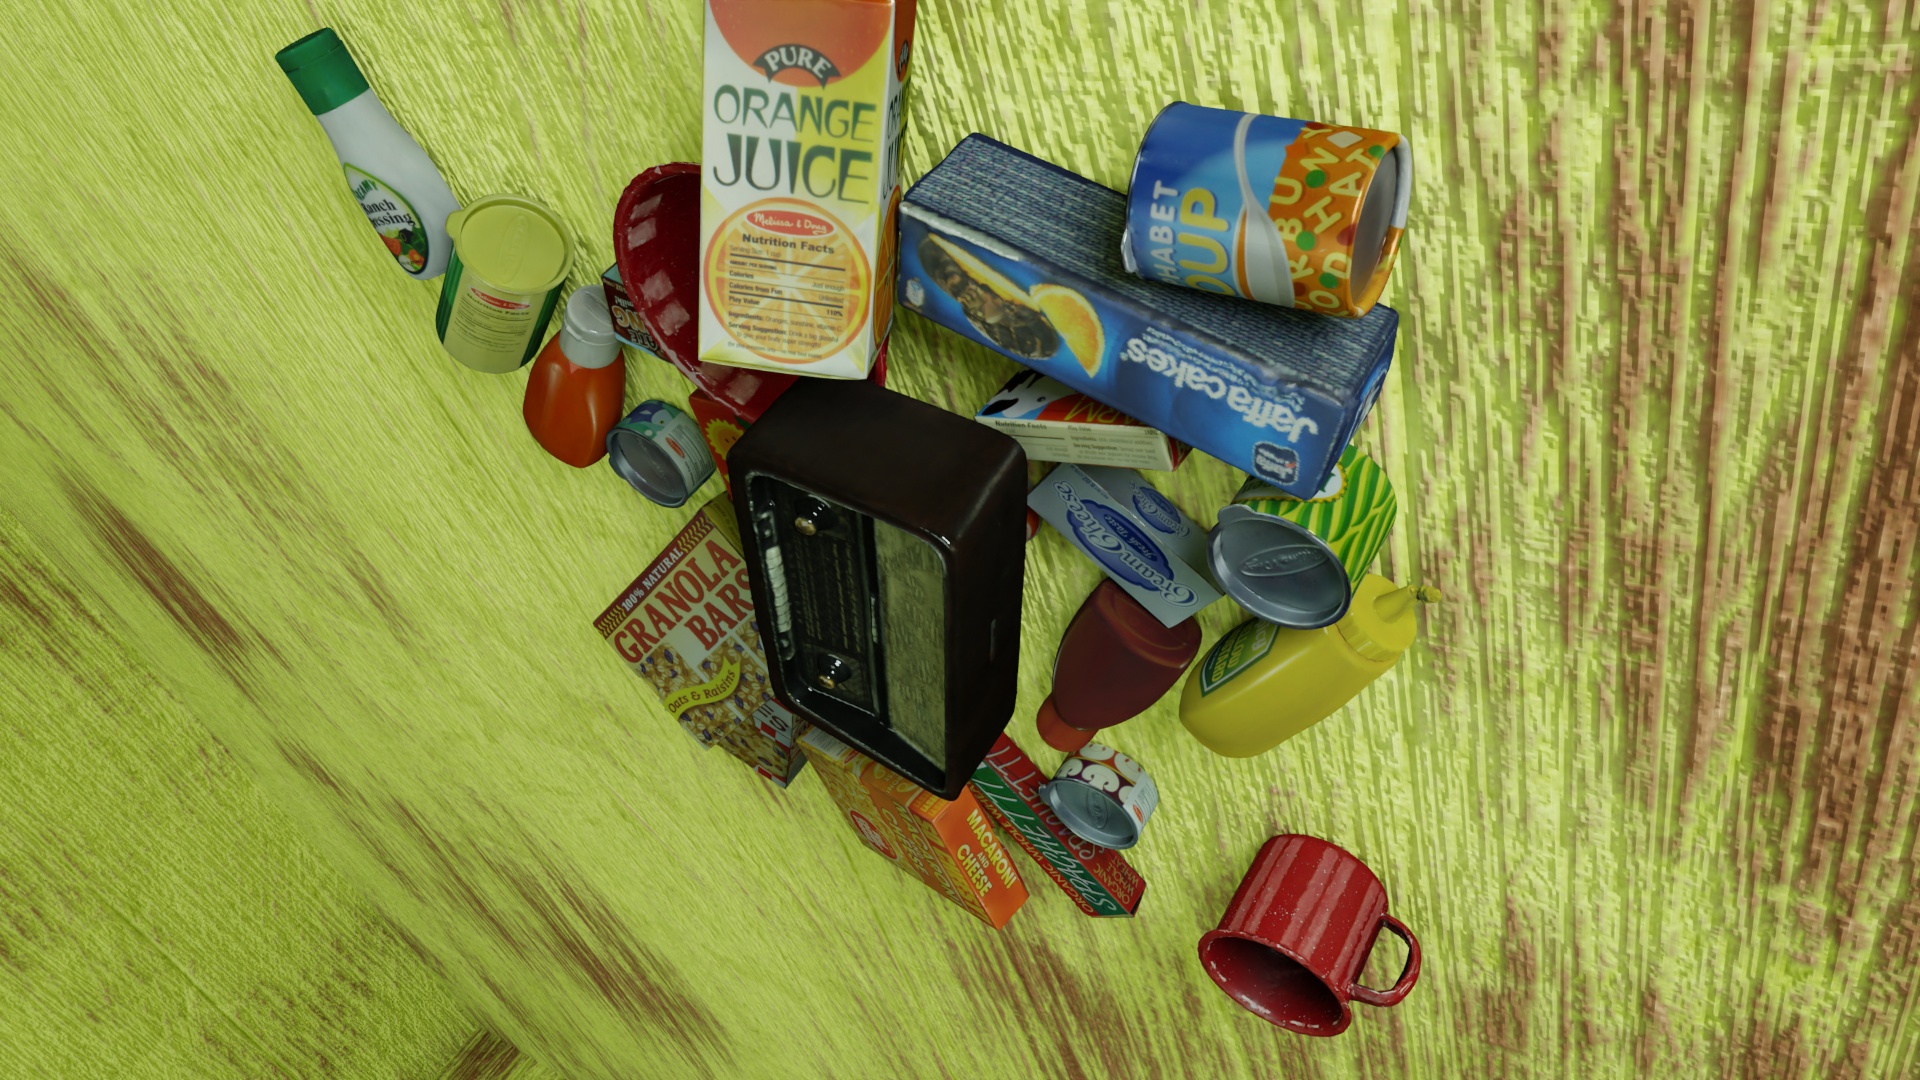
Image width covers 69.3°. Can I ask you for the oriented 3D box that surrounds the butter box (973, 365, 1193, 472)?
[{"bbox_3d":[0.063,-0.058,0.631,0.103,0.053,0.024,7,132,38],"label":"butter box"}]

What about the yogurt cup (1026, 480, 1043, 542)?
[{"bbox_3d":[0.003,-0.009,0.744,0.072,0.054,0.072,25,144,20],"label":"yogurt cup"}]

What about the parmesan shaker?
[{"bbox_3d":[-0.277,-0.152,0.830,0.071,0.072,0.102,43,147,-6],"label":"parmesan shaker"}]

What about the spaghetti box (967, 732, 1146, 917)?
[{"bbox_3d":[0.031,0.166,0.946,0.249,0.029,0.050,48,146,-12],"label":"spaghetti box"}]

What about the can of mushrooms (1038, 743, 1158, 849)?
[{"bbox_3d":[0.088,0.161,0.882,0.071,0.033,0.070,25,145,20],"label":"can of mushrooms"}]

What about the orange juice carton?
[{"bbox_3d":[-0.060,-0.168,0.553,0.073,0.072,0.191,8,118,3],"label":"orange juice carton"}]

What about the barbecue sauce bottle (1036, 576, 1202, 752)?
[{"bbox_3d":[0.080,0.076,0.781,0.065,0.044,0.147,35,147,6],"label":"barbecue sauce bottle"}]

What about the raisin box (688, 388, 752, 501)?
[{"bbox_3d":[-0.099,-0.041,0.818,0.086,0.040,0.122,16,141,32],"label":"raisin box"}]

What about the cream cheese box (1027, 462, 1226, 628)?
[{"bbox_3d":[0.086,-0.004,0.699,0.104,0.024,0.053,41,148,-2],"label":"cream cheese box"}]

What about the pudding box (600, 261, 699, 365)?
[{"bbox_3d":[-0.159,-0.125,0.784,0.084,0.030,0.049,26,145,19],"label":"pudding box"}]

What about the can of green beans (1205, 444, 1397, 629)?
[{"bbox_3d":[0.149,-0.004,0.606,0.071,0.058,0.071,25,144,20],"label":"can of green beans"}]

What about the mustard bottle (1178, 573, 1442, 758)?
[{"bbox_3d":[0.167,0.052,0.656,0.049,0.066,0.159,37,141,-7],"label":"mustard bottle"}]

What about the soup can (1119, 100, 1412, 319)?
[{"bbox_3d":[0.110,-0.117,0.500,0.084,0.072,0.071,18,141,28],"label":"soup can"}]

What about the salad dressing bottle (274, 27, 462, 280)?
[{"bbox_3d":[-0.348,-0.229,0.830,0.064,0.044,0.147,4,133,39],"label":"salad dressing bottle"}]

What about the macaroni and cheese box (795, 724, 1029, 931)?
[{"bbox_3d":[-0.036,0.200,1.012,0.166,0.040,0.123,18,143,48],"label":"macaroni and cheese box"}]

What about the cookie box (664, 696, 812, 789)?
[{"bbox_3d":[-0.168,0.110,1.062,0.123,0.040,0.166,31,147,11],"label":"cookie box"}]

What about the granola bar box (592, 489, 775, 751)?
[{"bbox_3d":[-0.165,0.058,0.945,0.124,0.039,0.164,49,129,-2],"label":"granola bar box"}]

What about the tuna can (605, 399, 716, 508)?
[{"bbox_3d":[-0.194,-0.056,0.896,0.071,0.033,0.070,25,144,20],"label":"tuna can"}]

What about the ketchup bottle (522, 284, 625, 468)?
[{"bbox_3d":[-0.238,-0.104,0.872,0.065,0.044,0.148,44,146,2],"label":"ketchup bottle"}]
